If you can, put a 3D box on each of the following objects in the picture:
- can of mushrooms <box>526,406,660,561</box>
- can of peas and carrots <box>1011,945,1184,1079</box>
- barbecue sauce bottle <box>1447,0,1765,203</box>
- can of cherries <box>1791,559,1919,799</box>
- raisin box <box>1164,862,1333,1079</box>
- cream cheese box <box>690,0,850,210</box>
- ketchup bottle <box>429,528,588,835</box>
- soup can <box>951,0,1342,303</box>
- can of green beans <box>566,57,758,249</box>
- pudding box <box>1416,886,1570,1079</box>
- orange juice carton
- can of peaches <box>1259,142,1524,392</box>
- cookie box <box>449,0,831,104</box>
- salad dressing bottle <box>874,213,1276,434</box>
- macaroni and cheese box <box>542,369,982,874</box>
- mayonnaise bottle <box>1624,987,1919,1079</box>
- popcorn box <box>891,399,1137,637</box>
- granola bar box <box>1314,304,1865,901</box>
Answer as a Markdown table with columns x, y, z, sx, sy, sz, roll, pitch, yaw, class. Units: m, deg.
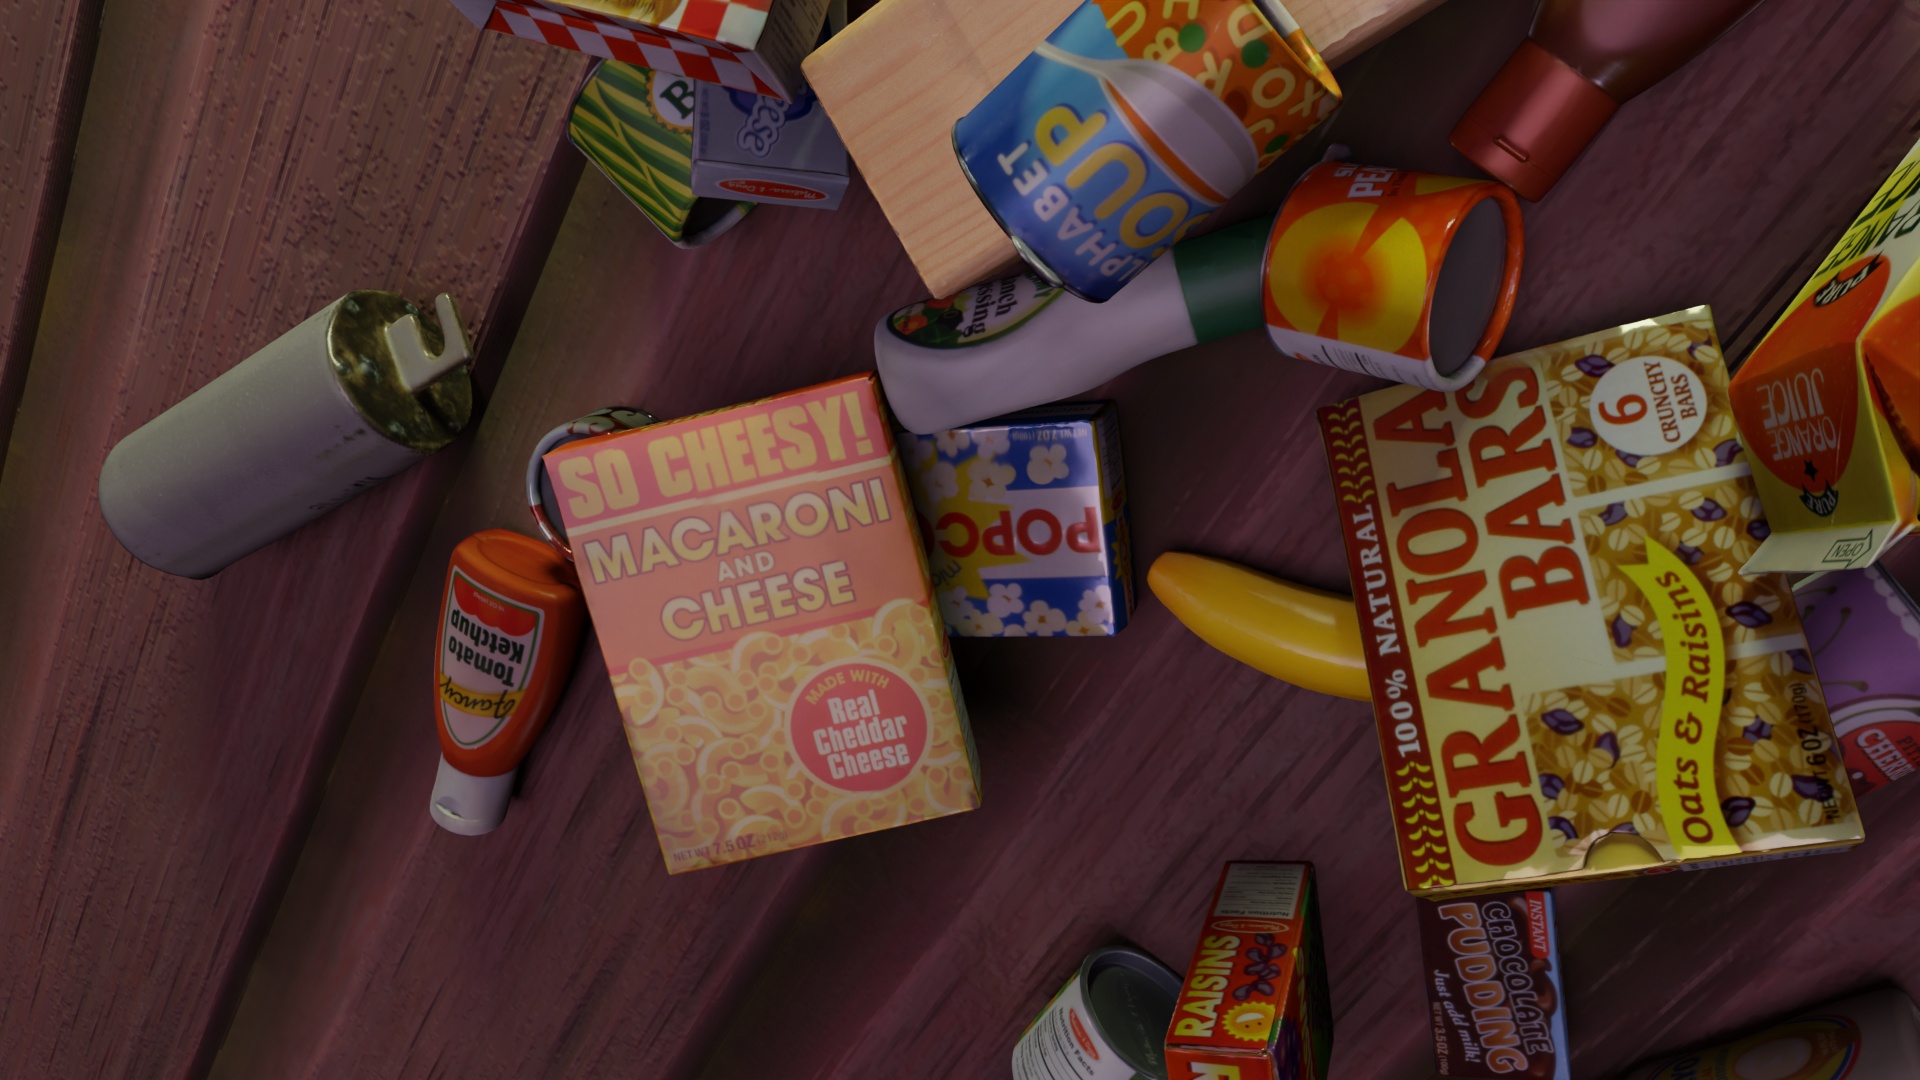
| x | y | z | sx | sy | sz | roll | pitch | yaw | class |
| --- | --- | --- | --- | --- | --- | --- | --- | --- | --- |
| -0.150 | -0.021 | 0.603 | 0.071 | 0.033 | 0.070 | 6 | 109 | 19 | can of mushrooms |
| 0.065 | 0.215 | 0.583 | 0.071 | 0.071 | 0.058 | 36 | 117 | 6 | can of peas and carrots |
| 0.208 | -0.171 | 0.410 | 0.065 | 0.044 | 0.148 | 39 | 117 | 6 | barbecue sauce bottle |
| 0.282 | 0.046 | 0.439 | 0.058 | 0.072 | 0.071 | -39 | 91 | 27 | can of cherries |
| 0.112 | 0.189 | 0.522 | 0.040 | 0.124 | 0.086 | -3 | 106 | 22 | raisin box |
| -0.067 | -0.169 | 0.486 | 0.053 | 0.024 | 0.104 | 3 | 74 | -16 | cream cheese box |
| -0.218 | 0.071 | 0.654 | 0.065 | 0.044 | 0.148 | 26 | 115 | 11 | ketchup bottle |
| 0.050 | -0.114 | 0.373 | 0.083 | 0.071 | 0.071 | -38 | 92 | 27 | soup can |
| -0.103 | -0.153 | 0.522 | 0.058 | 0.071 | 0.071 | 45 | 117 | 1 | can of green beans |
| 0.203 | 0.163 | 0.531 | 0.049 | 0.030 | 0.083 | -5 | 106 | 21 | pudding box |
| 0.277 | -0.067 | 0.361 | 0.073 | 0.072 | 0.192 | 38 | 90 | 6 | orange juice carton |
| 0.138 | -0.087 | 0.442 | 0.058 | 0.071 | 0.071 | 23 | 117 | 40 | can of peaches |
| -0.087 | -0.240 | 0.461 | 0.123 | 0.040 | 0.167 | 17 | 84 | 15 | cookie box |
| 0.045 | -0.078 | 0.495 | 0.147 | 0.064 | 0.043 | -14 | 119 | 14 | salad dressing bottle |
| -0.071 | 0.031 | 0.522 | 0.124 | 0.040 | 0.166 | -13 | 102 | 4 | macaroni and cheese box |
| 0.276 | 0.211 | 0.503 | 0.147 | 0.065 | 0.041 | -33 | 95 | 30 | mayonnaise bottle |
| 0.002 | -0.007 | 0.546 | 0.126 | 0.038 | 0.085 | -2 | 107 | 22 | popcorn box |
| 0.190 | 0.022 | 0.438 | 0.124 | 0.039 | 0.166 | -15 | 69 | 25 | granola bar box |
